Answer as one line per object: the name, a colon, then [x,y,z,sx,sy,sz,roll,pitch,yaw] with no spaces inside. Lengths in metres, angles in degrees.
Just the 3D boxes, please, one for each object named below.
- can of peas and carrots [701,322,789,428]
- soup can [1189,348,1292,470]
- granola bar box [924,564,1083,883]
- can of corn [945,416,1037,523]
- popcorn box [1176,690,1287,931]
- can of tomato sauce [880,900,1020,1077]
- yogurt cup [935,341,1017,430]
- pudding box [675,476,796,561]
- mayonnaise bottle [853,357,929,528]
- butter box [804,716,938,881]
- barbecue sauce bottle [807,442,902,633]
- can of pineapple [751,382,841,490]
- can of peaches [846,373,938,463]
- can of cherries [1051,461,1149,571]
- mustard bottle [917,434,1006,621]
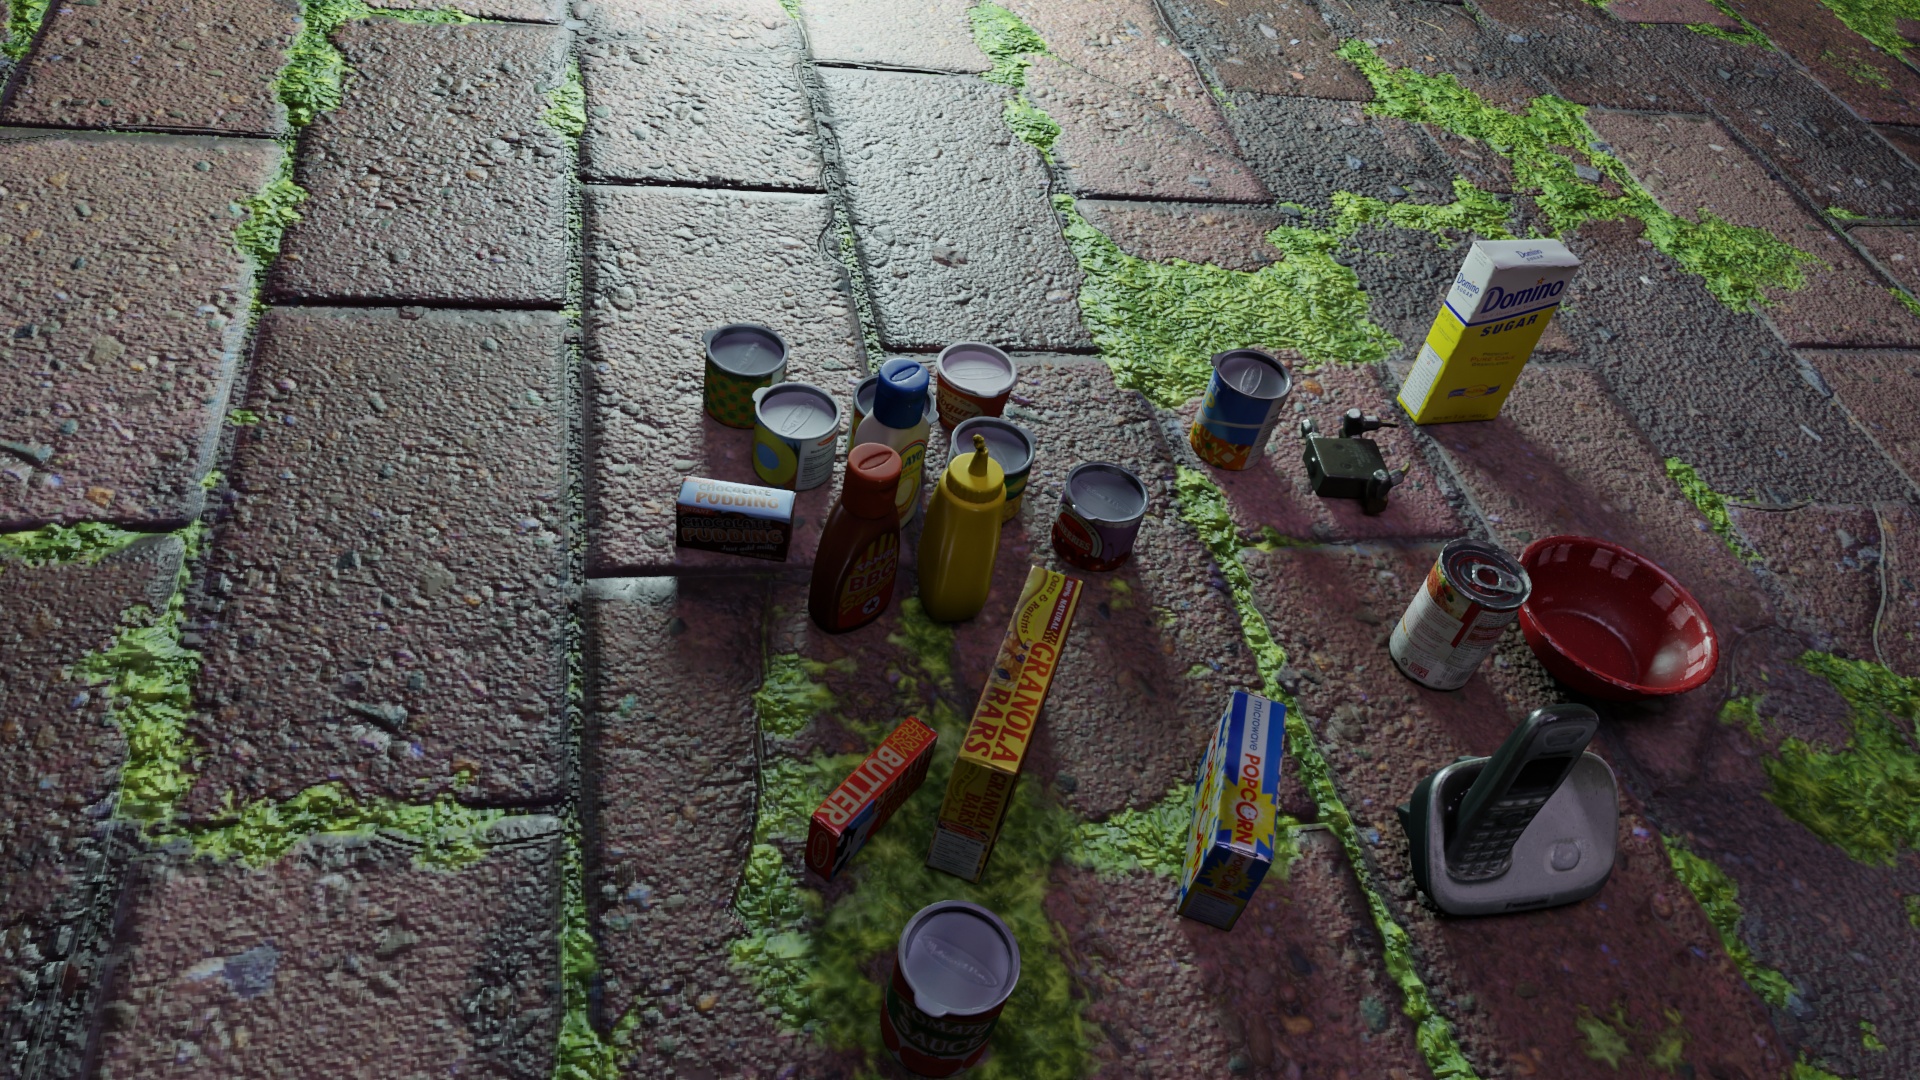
can of peas and carrots: [-0.176,-0.133,1.122,0.071,0.058,0.071,7,45,-7]
soup can: [0.235,-0.112,1.185,0.071,0.083,0.072,7,45,-7]
granola bar box: [0.030,0.115,0.884,0.039,0.123,0.166,19,45,5]
can of corn: [0.023,-0.055,1.095,0.071,0.058,0.071,7,45,-7]
popcorn box: [0.175,0.172,0.893,0.038,0.084,0.127,17,45,3]
can of tomato sauce: [-0.008,0.252,0.771,0.071,0.082,0.071,7,45,-7]
yogurt cup: [0.010,-0.126,1.164,0.072,0.053,0.073,7,45,-7]
pudding box: [-0.165,-0.016,1.018,0.084,0.049,0.030,9,45,-5]
mayonnaise bottle: [-0.052,-0.066,1.025,0.041,0.147,0.065,39,50,23]
butter box: [-0.056,0.160,0.870,0.024,0.052,0.104,33,48,18]
barbecue sauce bottle: [-0.069,-0.002,0.958,0.065,0.147,0.044,-28,58,-34]
can of pineapple: [-0.130,-0.082,1.084,0.071,0.057,0.071,7,45,-7]
can of peaches: [-0.054,-0.090,1.110,0.071,0.057,0.071,7,45,-7]
can of cherries: [0.106,-0.018,1.079,0.071,0.058,0.072,7,45,-7]
mustard bottle: [0.003,-0.012,0.977,0.049,0.159,0.065,-3,48,-17]
